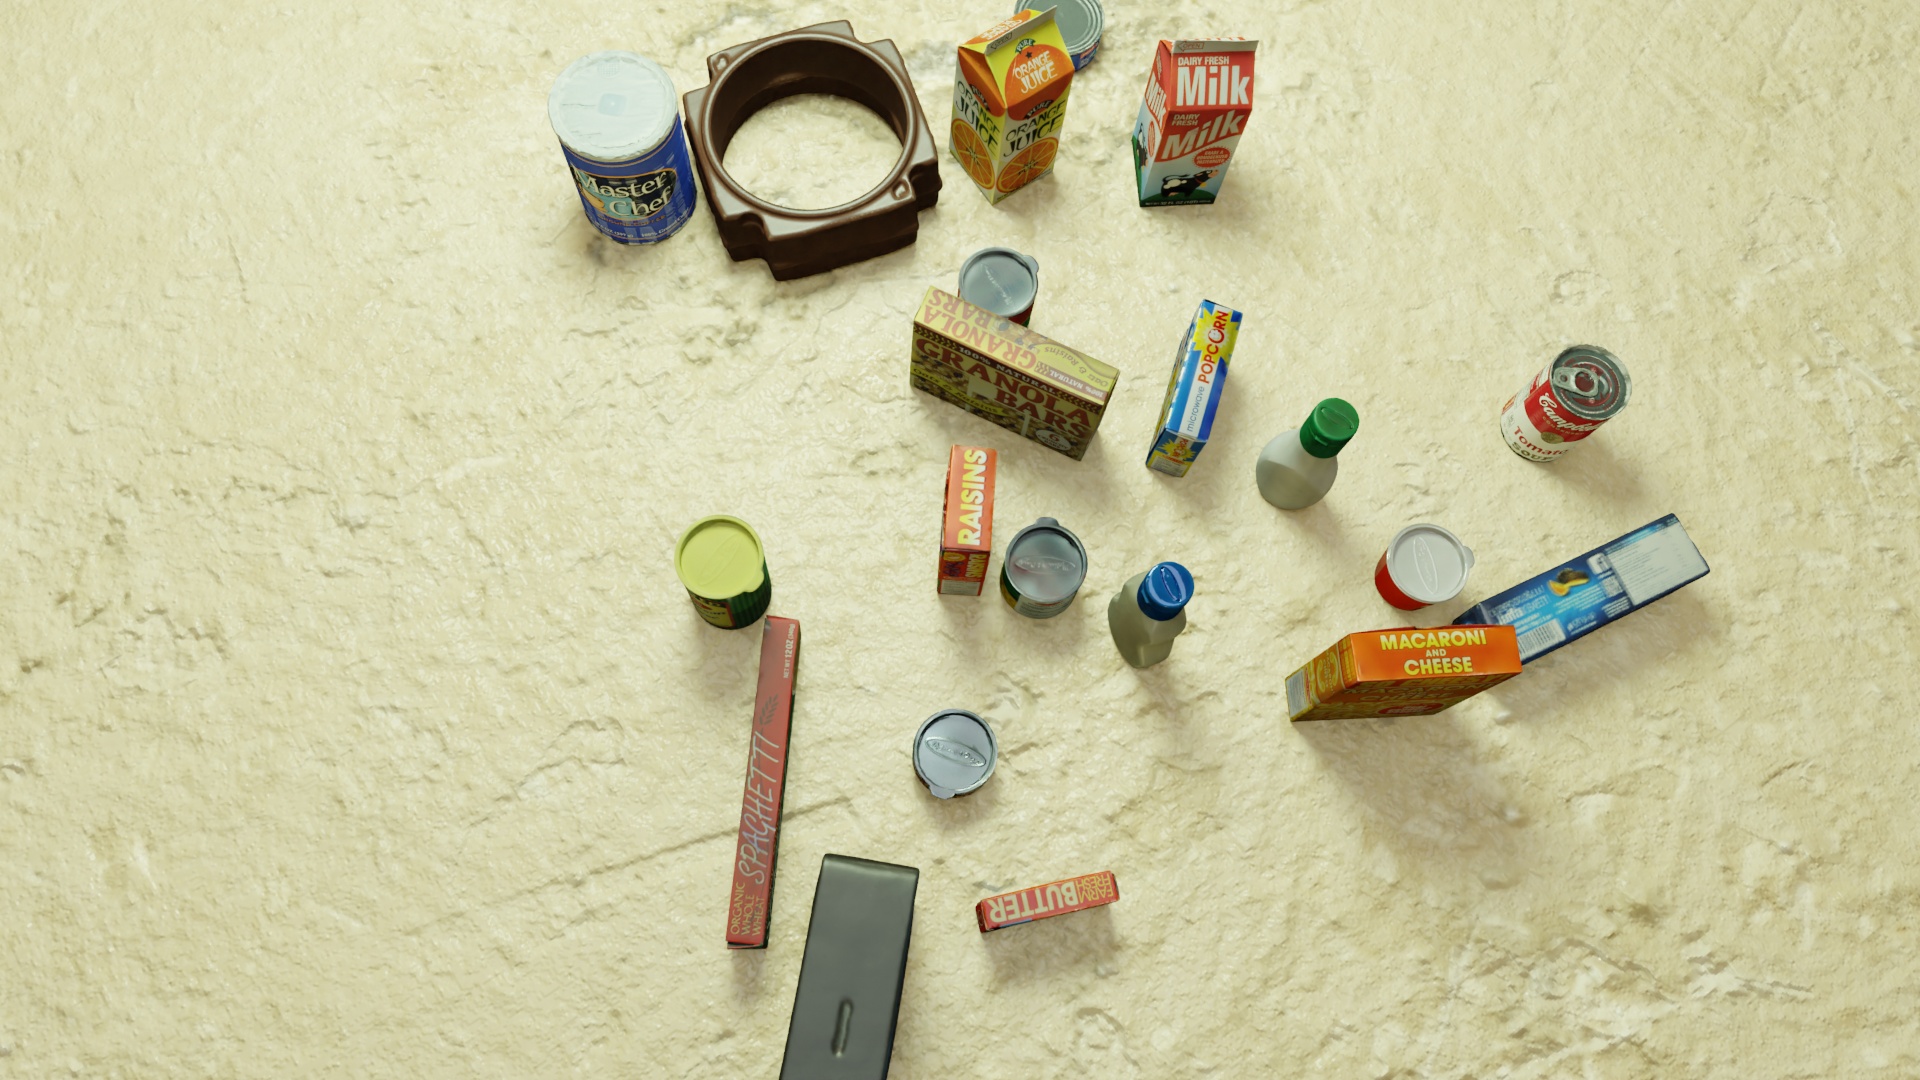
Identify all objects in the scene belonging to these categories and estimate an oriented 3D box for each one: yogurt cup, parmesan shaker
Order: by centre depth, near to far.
[{"bbox_3d":[-0.181,0.029,1.082,0.071,0.102,0.071,1,72,-3],"label":"parmesan shaker"},{"bbox_3d":[0.377,0.025,1.146,0.072,0.053,0.072,1,72,-3],"label":"yogurt cup"}]

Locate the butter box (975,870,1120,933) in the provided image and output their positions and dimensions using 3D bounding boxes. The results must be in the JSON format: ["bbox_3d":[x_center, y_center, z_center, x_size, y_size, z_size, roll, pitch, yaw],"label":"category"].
[{"bbox_3d":[0.064,0.272,1.044,0.103,0.053,0.024,-11,73,-7],"label":"butter box"}]

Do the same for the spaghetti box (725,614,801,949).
[{"bbox_3d":[-0.149,0.184,1.061,0.029,0.050,0.251,5,72,-2],"label":"spaghetti box"}]

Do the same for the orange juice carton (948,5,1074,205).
[{"bbox_3d":[0.043,-0.378,1.184,0.072,0.192,0.073,-33,77,-13],"label":"orange juice carton"}]

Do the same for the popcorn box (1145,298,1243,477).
[{"bbox_3d":[0.196,-0.126,1.168,0.038,0.085,0.127,18,72,2],"label":"popcorn box"}]

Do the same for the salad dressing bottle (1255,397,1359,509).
[{"bbox_3d":[0.281,-0.070,1.122,0.064,0.147,0.044,34,73,7],"label":"salad dressing bottle"}]

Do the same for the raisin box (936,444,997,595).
[{"bbox_3d":[0.004,-0.014,1.098,0.040,0.123,0.086,6,72,-2],"label":"raisin box"}]

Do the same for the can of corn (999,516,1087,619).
[{"bbox_3d":[0.066,0.023,1.124,0.071,0.058,0.071,1,72,-3],"label":"can of corn"}]

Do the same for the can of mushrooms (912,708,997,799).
[{"bbox_3d":[-0.006,0.169,1.084,0.071,0.033,0.071,1,72,-3],"label":"can of mushrooms"}]

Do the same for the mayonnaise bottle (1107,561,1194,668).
[{"bbox_3d":[0.148,0.054,1.072,0.041,0.147,0.065,-20,75,-10],"label":"mayonnaise bottle"}]

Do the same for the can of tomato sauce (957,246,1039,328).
[{"bbox_3d":[0.030,-0.202,1.183,0.071,0.083,0.071,1,72,-3],"label":"can of tomato sauce"}]

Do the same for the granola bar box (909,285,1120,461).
[{"bbox_3d":[0.040,-0.133,1.139,0.166,0.124,0.039,25,72,4],"label":"granola bar box"}]

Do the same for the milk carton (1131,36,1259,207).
[{"bbox_3d":[0.199,-0.368,1.192,0.072,0.190,0.073,-3,72,-4],"label":"milk carton"}]

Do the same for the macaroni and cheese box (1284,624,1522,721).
[{"bbox_3d":[0.331,0.103,1.058,0.124,0.166,0.040,-3,73,-4],"label":"macaroni and cheese box"}]
